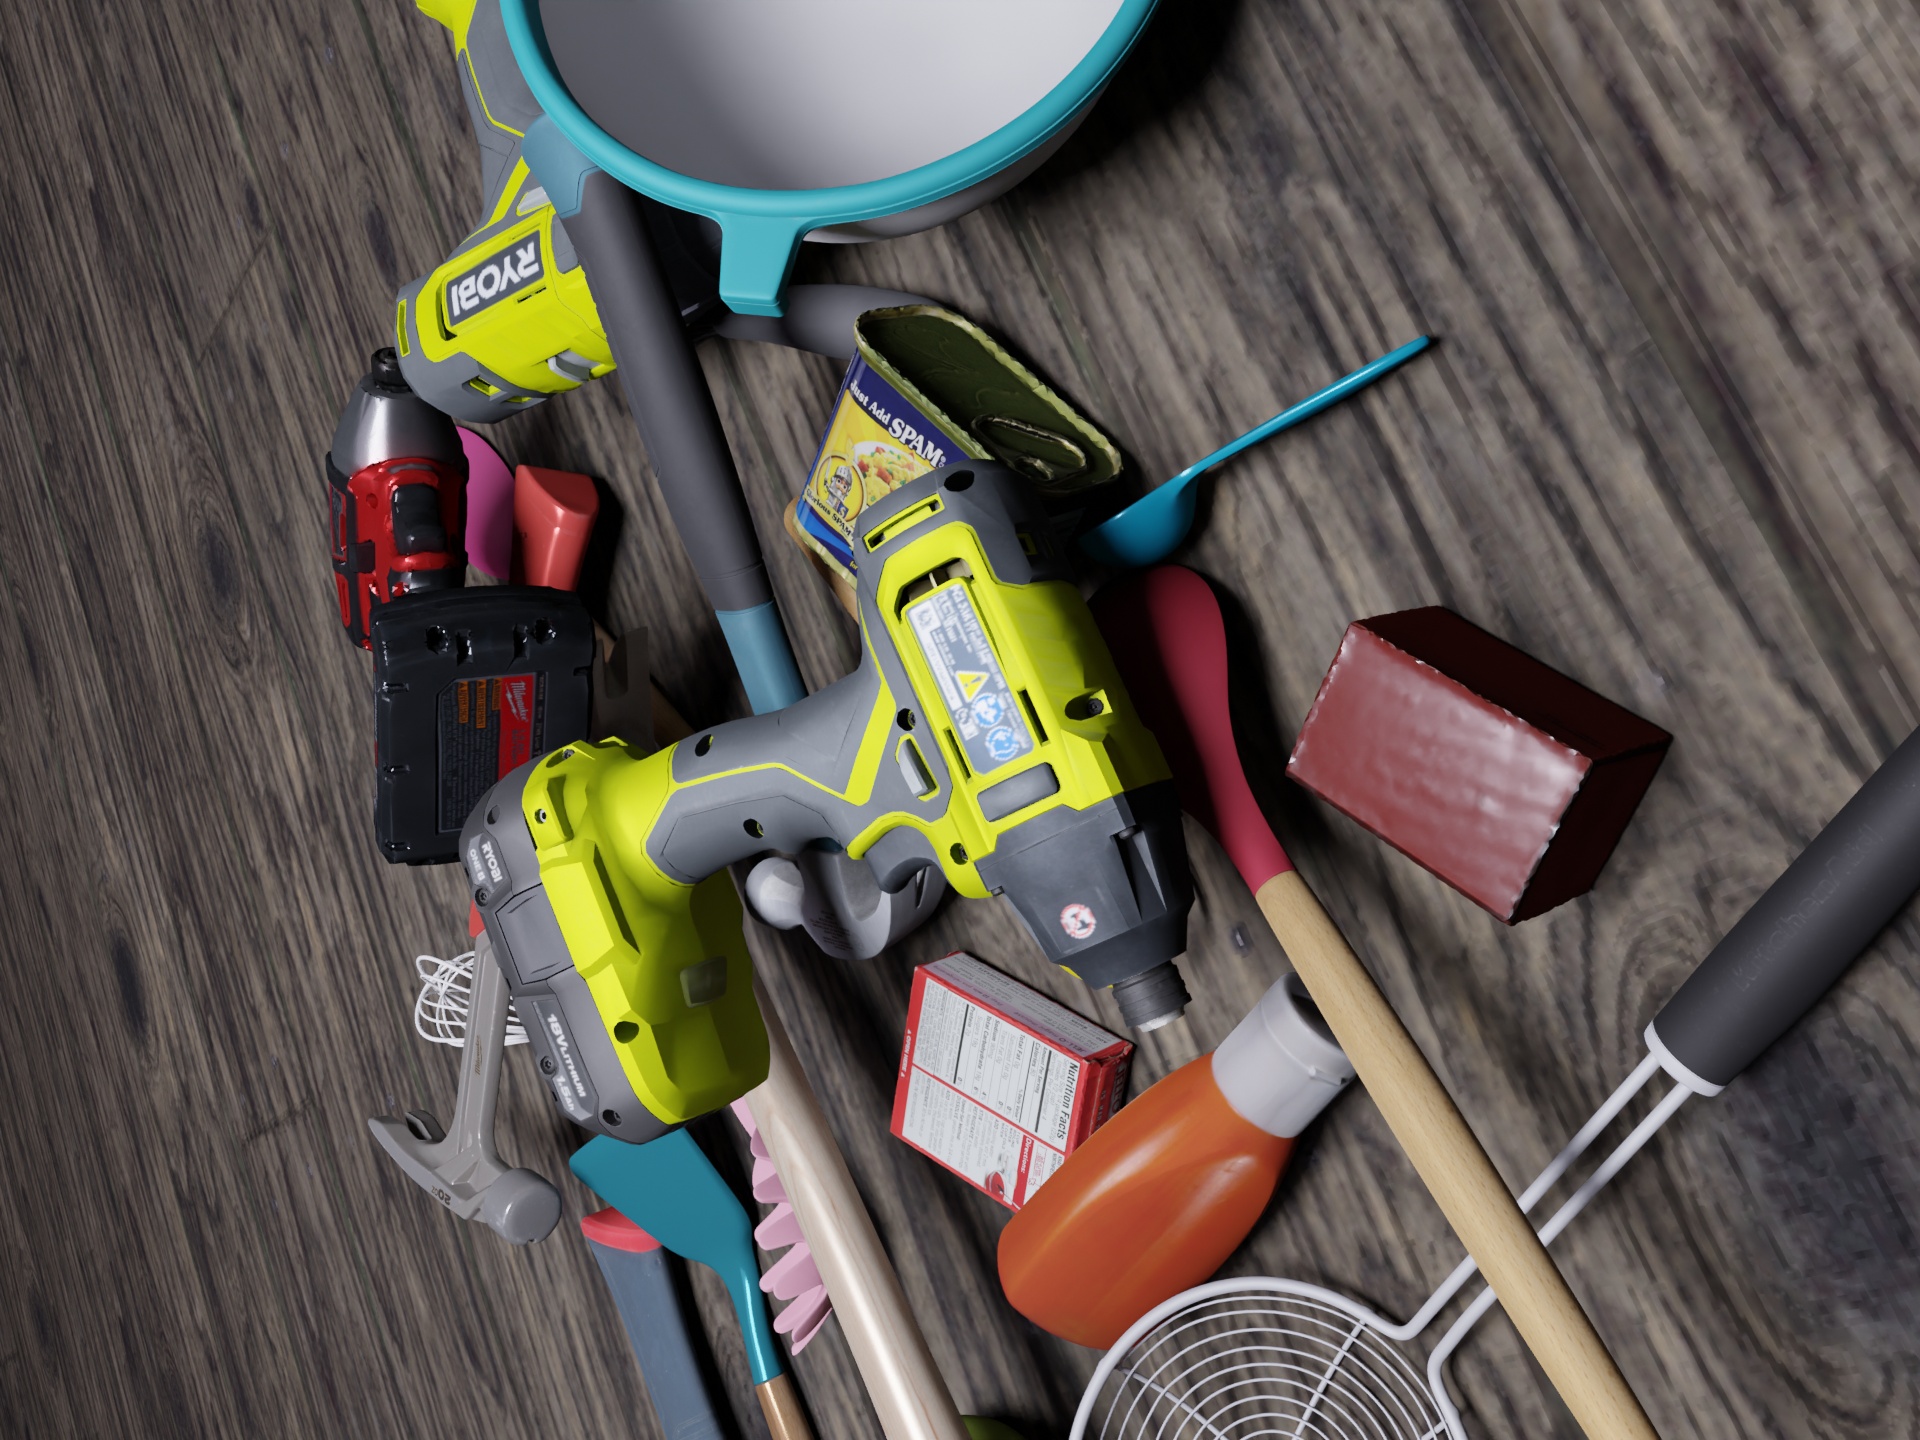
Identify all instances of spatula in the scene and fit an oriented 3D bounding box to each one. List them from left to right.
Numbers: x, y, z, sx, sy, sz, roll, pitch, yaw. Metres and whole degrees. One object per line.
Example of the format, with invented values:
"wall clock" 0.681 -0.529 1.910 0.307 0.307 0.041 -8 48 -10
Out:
"spatula" -0.085 0.328 0.719 0.082 0.044 0.318 -35 73 33

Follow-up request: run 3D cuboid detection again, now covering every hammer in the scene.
"hammer" -0.223 0.058 0.768 0.149 0.036 0.359 15 99 45
"hammer" -0.085 -0.056 0.583 0.128 0.033 0.330 7 122 50
"hammer" -0.105 0.420 0.759 0.143 0.038 0.386 -40 69 43
"hammer" -0.064 0.151 0.604 0.411 0.038 0.146 60 157 28

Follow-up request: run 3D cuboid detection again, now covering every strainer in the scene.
"strainer" -0.068 -0.282 0.531 0.211 0.095 0.341 -37 72 0

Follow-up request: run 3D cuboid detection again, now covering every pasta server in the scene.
"pasta server" -0.127 0.129 0.718 0.316 0.040 0.060 57 157 28

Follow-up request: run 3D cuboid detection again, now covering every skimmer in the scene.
"skimmer" 0.145 0.138 0.426 0.127 0.090 0.363 48 127 32

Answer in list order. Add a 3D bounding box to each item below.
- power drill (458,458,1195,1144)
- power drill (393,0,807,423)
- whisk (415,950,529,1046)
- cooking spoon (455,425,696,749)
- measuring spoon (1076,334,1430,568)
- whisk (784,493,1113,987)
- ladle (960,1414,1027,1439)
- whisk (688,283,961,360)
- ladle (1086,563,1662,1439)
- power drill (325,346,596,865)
"power drill" -0.042 0.044 0.506 0.223 0.080 0.171 -28 81 26
"power drill" -0.146 -0.248 0.626 0.190 0.080 0.229 -16 75 30
"whisk" -0.204 0.155 0.809 0.246 0.058 0.059 4 134 40
"cooking spoon" -0.193 -0.052 0.781 0.319 0.017 0.068 43 125 32
"measuring spoon" 0.091 -0.078 0.490 0.128 0.042 0.021 -28 96 36
"whisk" -0.003 -0.001 0.586 0.245 0.051 0.047 52 134 29
"ladle" -0.085 0.348 0.678 0.320 0.062 0.078 -24 73 34
"whisk" -0.093 -0.164 0.647 0.239 0.055 0.055 16 108 38
"ladle" 0.102 0.068 0.450 0.069 0.031 0.316 -49 50 27
"power drill" -0.220 -0.054 0.665 0.220 0.078 0.143 53 141 45
